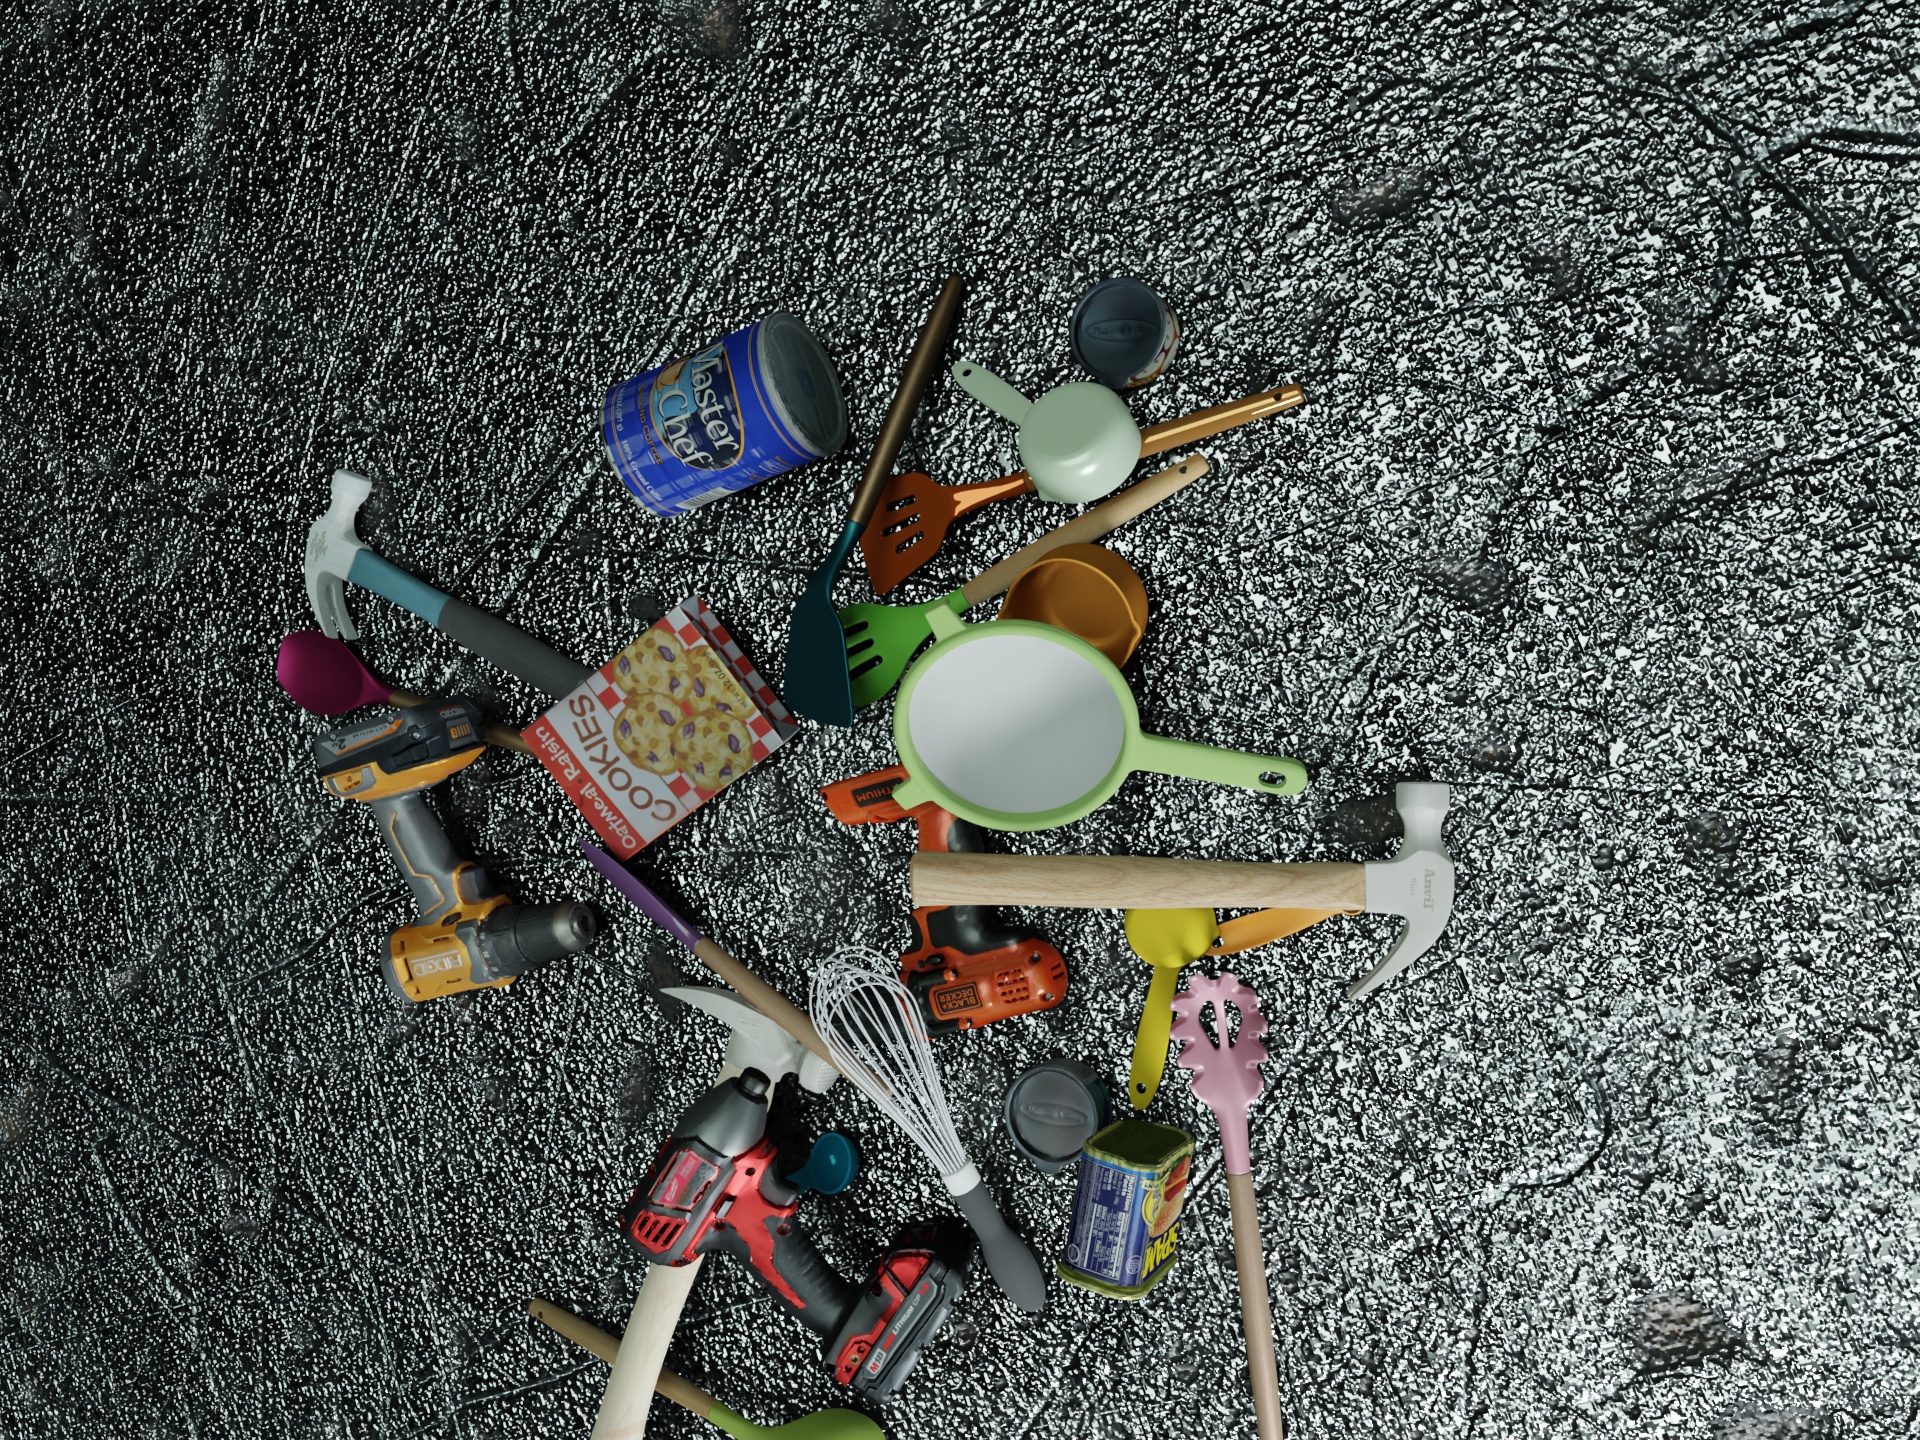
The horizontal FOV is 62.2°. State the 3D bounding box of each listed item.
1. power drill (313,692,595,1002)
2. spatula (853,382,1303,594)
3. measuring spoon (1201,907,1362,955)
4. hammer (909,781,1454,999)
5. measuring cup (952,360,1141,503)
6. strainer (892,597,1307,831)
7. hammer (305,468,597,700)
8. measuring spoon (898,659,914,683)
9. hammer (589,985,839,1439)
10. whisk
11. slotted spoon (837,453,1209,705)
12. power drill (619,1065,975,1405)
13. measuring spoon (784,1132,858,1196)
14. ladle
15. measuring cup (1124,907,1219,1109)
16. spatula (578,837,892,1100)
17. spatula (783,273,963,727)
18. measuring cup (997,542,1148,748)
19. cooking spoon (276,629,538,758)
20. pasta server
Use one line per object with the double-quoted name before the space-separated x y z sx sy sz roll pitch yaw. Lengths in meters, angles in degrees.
"power drill" -0.385 0.097 1.221 0.185 0.084 0.226 -14 95 24
"spatula" 0.069 -0.165 1.053 0.322 0.041 0.081 -15 83 19
"measuring spoon" 0.202 0.127 1.005 0.117 0.011 0.021 -23 82 26
"hammer" 0.132 0.103 0.982 0.331 0.031 0.130 0 86 12
"measuring cup" 0.044 -0.204 1.035 0.083 0.038 0.168 -47 57 -4
"strainer" 0.088 0.000 0.994 0.256 0.069 0.151 10 122 -1
"hammer" -0.394 -0.080 1.255 0.331 0.033 0.128 27 101 21
"measuring spoon" -0.002 -0.003 1.093 0.124 0.018 0.034 44 119 24
"hammer" -0.217 0.398 1.150 0.146 0.038 0.410 20 90 24
"whisk" -0.015 0.272 1.047 0.070 0.070 0.284 -25 101 22
"slotted spoon" 0.025 -0.098 1.068 0.314 0.031 0.070 -28 77 19
"power drill" -0.106 0.340 1.071 0.219 0.078 0.143 33 94 4
"measuring spoon" -0.115 0.338 1.147 0.128 0.021 0.042 -39 52 29
"ladle" -0.194 0.493 1.176 0.320 0.062 0.078 15 102 30
"measuring cup" 0.124 0.179 1.026 0.062 0.029 0.156 13 98 30
"spatula" -0.168 0.174 1.136 0.316 0.059 0.018 33 64 25
"spatula" -0.055 -0.153 1.082 0.082 0.044 0.317 17 84 49
"measuring cup" 0.080 -0.033 1.041 0.095 0.052 0.173 7 118 21
"cooking spoon" -0.436 -0.011 1.283 0.319 0.017 0.068 17 100 24
"pasta server" 0.178 0.313 1.002 0.060 0.040 0.316 -7 89 13
